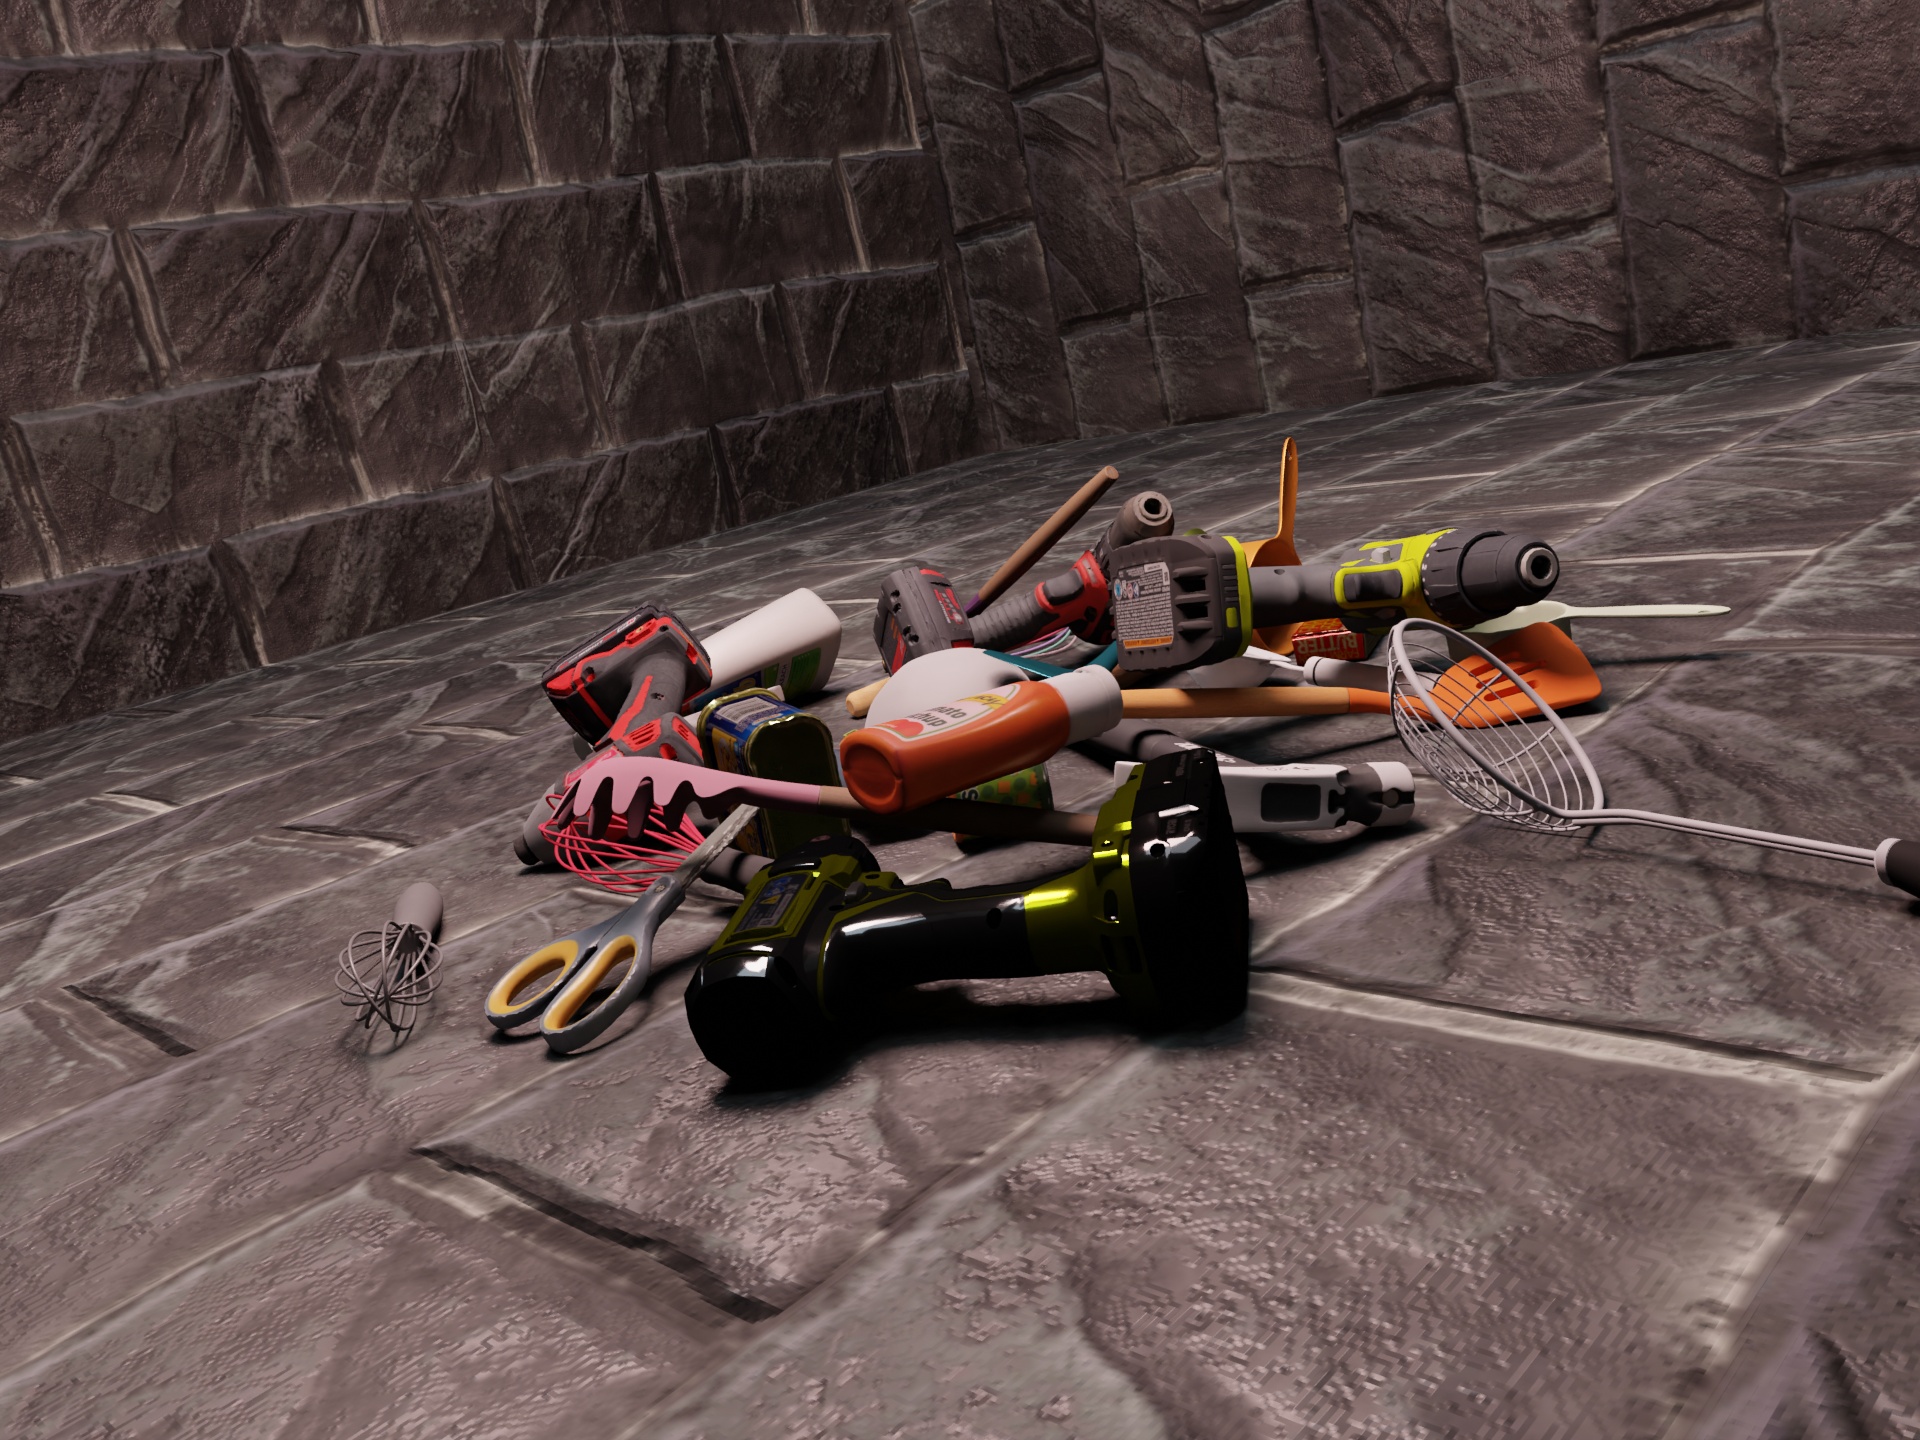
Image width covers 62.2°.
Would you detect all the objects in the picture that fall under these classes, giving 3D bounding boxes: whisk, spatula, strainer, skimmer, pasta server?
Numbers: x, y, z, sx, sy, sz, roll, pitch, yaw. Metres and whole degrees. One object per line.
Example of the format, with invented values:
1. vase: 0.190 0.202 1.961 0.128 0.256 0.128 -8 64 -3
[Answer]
1. whisk: 0.010 -0.056 1.340 0.245 0.051 0.047 -23 23 -29
2. whisk: -0.311 0.121 0.887 0.055 0.055 0.239 -15 9 -12
3. spatula: 0.201 -0.019 0.923 0.322 0.041 0.081 -1 35 -5
4. strainer: 0.227 -0.031 1.046 0.086 0.050 0.259 3 6 -41
5. spatula: 0.036 -0.115 1.302 0.060 0.018 0.316 -24 -12 -40
6. skimmer: 0.324 0.018 0.646 0.127 0.090 0.363 17 -2 -33
7. strainer: -0.002 -0.003 1.070 0.151 0.069 0.256 -14 12 -6
8. whisk: -0.150 0.077 0.900 0.073 0.073 0.296 -23 23 -39
9. spatula: 0.137 -0.073 1.167 0.082 0.044 0.317 21 34 31
10. pasta server: -0.046 0.051 0.813 0.316 0.040 0.060 6 -18 -3

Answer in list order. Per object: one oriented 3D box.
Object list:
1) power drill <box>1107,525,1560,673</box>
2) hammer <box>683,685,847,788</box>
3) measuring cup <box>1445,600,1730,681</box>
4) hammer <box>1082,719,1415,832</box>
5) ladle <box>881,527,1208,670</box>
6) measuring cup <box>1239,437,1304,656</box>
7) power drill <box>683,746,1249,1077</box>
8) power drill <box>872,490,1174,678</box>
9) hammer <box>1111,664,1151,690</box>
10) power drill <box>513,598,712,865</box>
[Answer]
1. power drill: 0.221 -0.078 0.957 0.228 0.080 0.190 -6 2 -15
2. hammer: -0.112 0.021 1.108 0.143 0.038 0.386 -21 14 -27
3. measuring cup: 0.386 -0.050 0.986 0.168 0.038 0.083 -1 17 34
4. hammer: 0.111 0.018 0.917 0.146 0.035 0.335 -1 8 -14
5. ladle: 0.081 -0.101 1.436 0.320 0.062 0.078 -15 -31 6
6. measuring cup: 0.224 -0.130 1.203 0.052 0.174 0.095 -5 -20 42
7. power drill: 0.008 0.079 0.699 0.223 0.080 0.171 -11 17 15
8. power drill: 0.055 -0.097 1.228 0.226 0.080 0.187 -18 -19 -15
9. hammer: 0.180 -0.068 1.257 0.130 0.031 0.331 1 19 42
10. power drill: -0.241 0.014 1.110 0.143 0.078 0.220 -32 28 9
